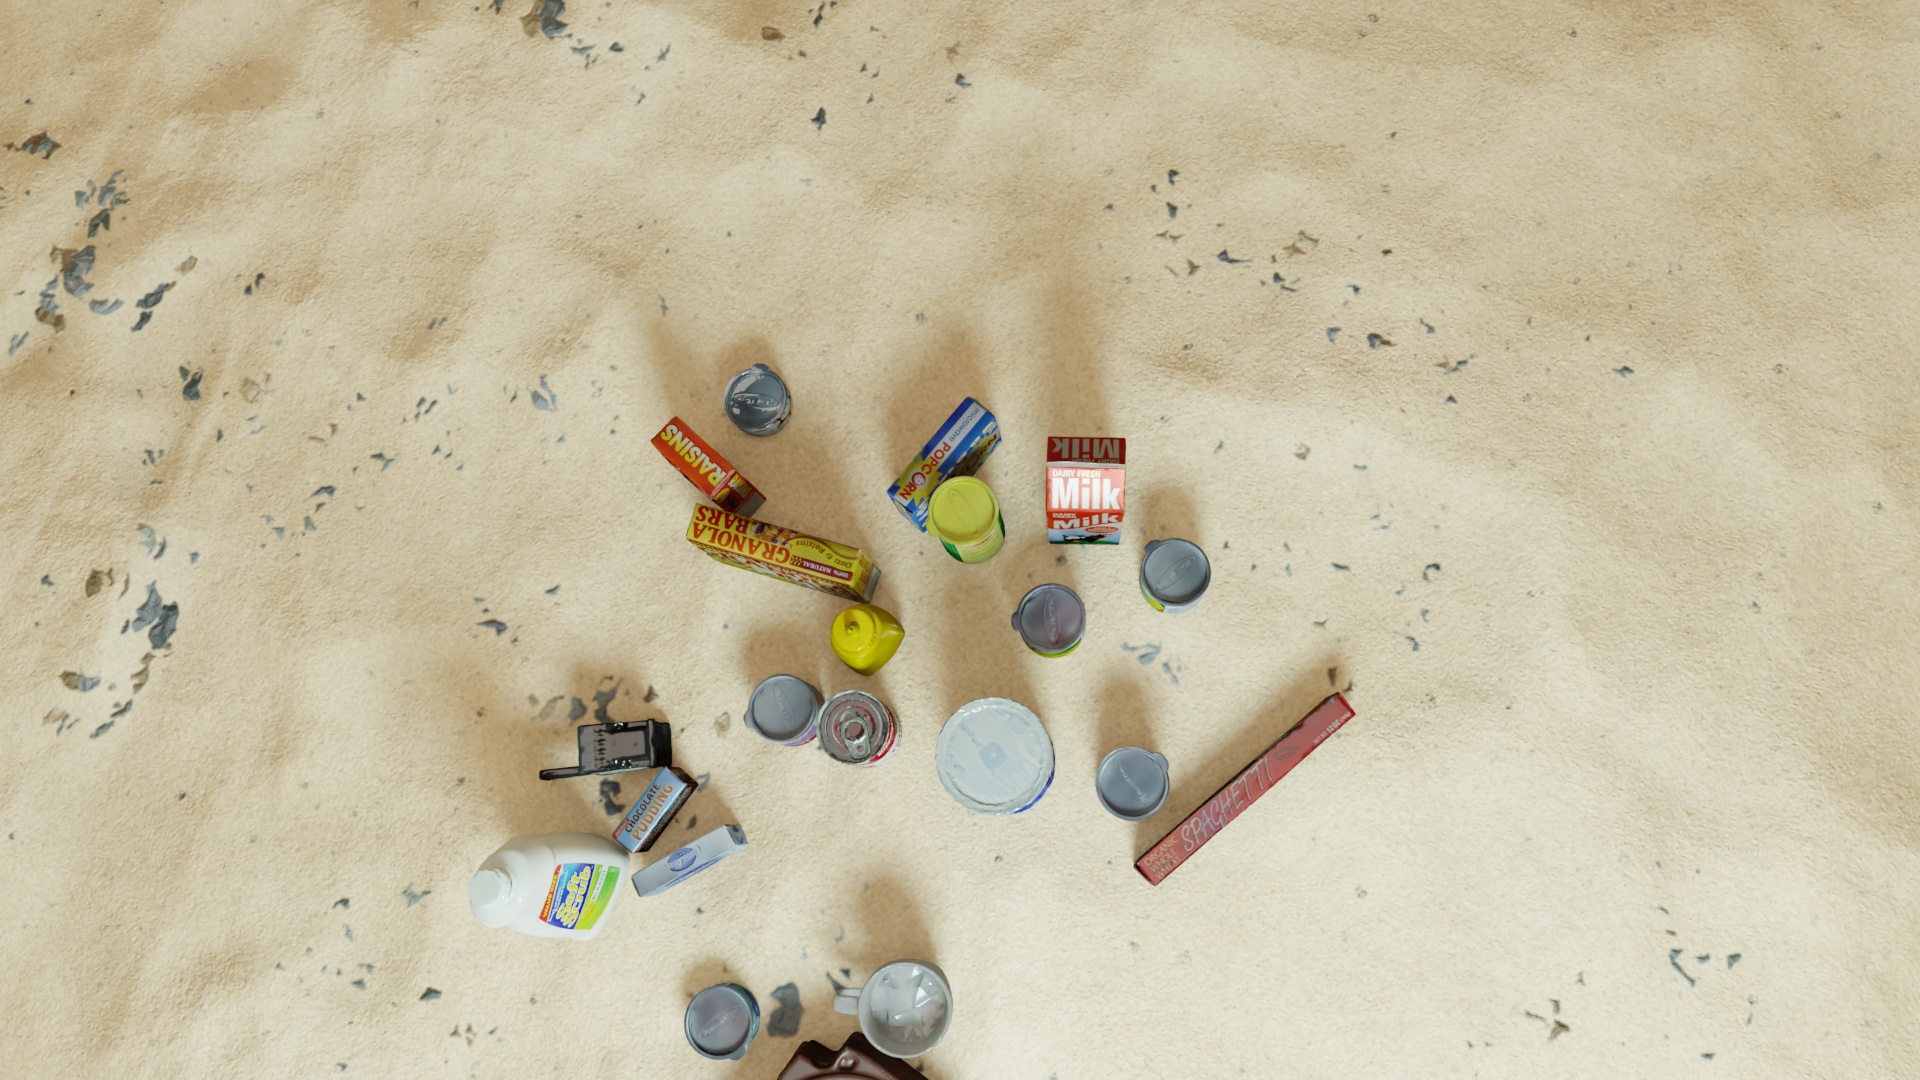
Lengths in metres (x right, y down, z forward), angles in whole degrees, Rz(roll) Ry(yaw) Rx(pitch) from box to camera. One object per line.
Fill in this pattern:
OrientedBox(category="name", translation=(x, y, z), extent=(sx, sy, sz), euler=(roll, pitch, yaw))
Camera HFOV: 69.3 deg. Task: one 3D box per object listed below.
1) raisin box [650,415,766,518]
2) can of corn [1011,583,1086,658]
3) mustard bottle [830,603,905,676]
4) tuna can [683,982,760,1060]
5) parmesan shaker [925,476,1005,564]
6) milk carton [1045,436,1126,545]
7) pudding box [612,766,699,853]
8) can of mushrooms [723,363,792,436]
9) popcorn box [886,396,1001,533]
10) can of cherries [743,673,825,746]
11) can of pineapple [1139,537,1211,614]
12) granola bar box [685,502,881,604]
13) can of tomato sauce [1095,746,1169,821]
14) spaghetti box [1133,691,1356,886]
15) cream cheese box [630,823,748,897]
OrientedBox(category="raisin box", translation=(-0.247, -0.067, 1.366), extent=(0.086, 0.123, 0.040), euler=(42, 85, 12))
OrientedBox(category="can of corn", translation=(0.086, 0.079, 1.338), extent=(0.071, 0.058, 0.071), euler=(-1, 78, 5))
OrientedBox(category="mustard bottle", translation=(-0.092, 0.088, 1.299), extent=(0.049, 0.160, 0.065), euler=(39, 84, 11))
OrientedBox(category="tuna can", translation=(-0.221, 0.451, 1.298), extent=(0.071, 0.032, 0.071), euler=(-1, 78, 5))
OrientedBox(category="parmesan shaker", translation=(0.005, -0.017, 1.343), extent=(0.071, 0.103, 0.071), euler=(-1, 78, 5))
OrientedBox(category="milk carton", translation=(0.117, -0.049, 1.295), extent=(0.072, 0.190, 0.073), euler=(1, 79, 6))
OrientedBox(category="pudding box", translation=(-0.294, 0.259, 1.338), extent=(0.030, 0.049, 0.084), euler=(36, 83, 11))
OrientedBox(category="can of mushrooms", translation=(-0.206, -0.143, 1.424), extent=(0.071, 0.033, 0.071), euler=(-1, 78, 5))
OrientedBox(category="popcorn box", translation=(-0.014, -0.074, 1.366), extent=(0.038, 0.085, 0.127), euler=(39, 84, 11))
OrientedBox(category="can of cherries", translation=(-0.169, 0.165, 1.342), extent=(0.071, 0.058, 0.071), euler=(-1, 78, 5))
OrientedBox(category="can of pineapple", translation=(0.205, 0.034, 1.337), extent=(0.071, 0.057, 0.071), euler=(-1, 78, 5))
OrientedBox(category="granola bar box", translation=(-0.168, 0.016, 1.340), extent=(0.166, 0.124, 0.039), euler=(16, 80, 8))
OrientedBox(category="can of tomato sauce", translation=(0.159, 0.225, 1.287), extent=(0.071, 0.083, 0.071), euler=(-1, 78, 5))
OrientedBox(category="spaghetti box", translation=(0.263, 0.232, 1.293), extent=(0.250, 0.050, 0.029), euler=(-40, 78, -4))
OrientedBox(category="cream cheese box", translation=(-0.257, 0.304, 1.323), extent=(0.104, 0.053, 0.024), euler=(-29, 77, -1))
